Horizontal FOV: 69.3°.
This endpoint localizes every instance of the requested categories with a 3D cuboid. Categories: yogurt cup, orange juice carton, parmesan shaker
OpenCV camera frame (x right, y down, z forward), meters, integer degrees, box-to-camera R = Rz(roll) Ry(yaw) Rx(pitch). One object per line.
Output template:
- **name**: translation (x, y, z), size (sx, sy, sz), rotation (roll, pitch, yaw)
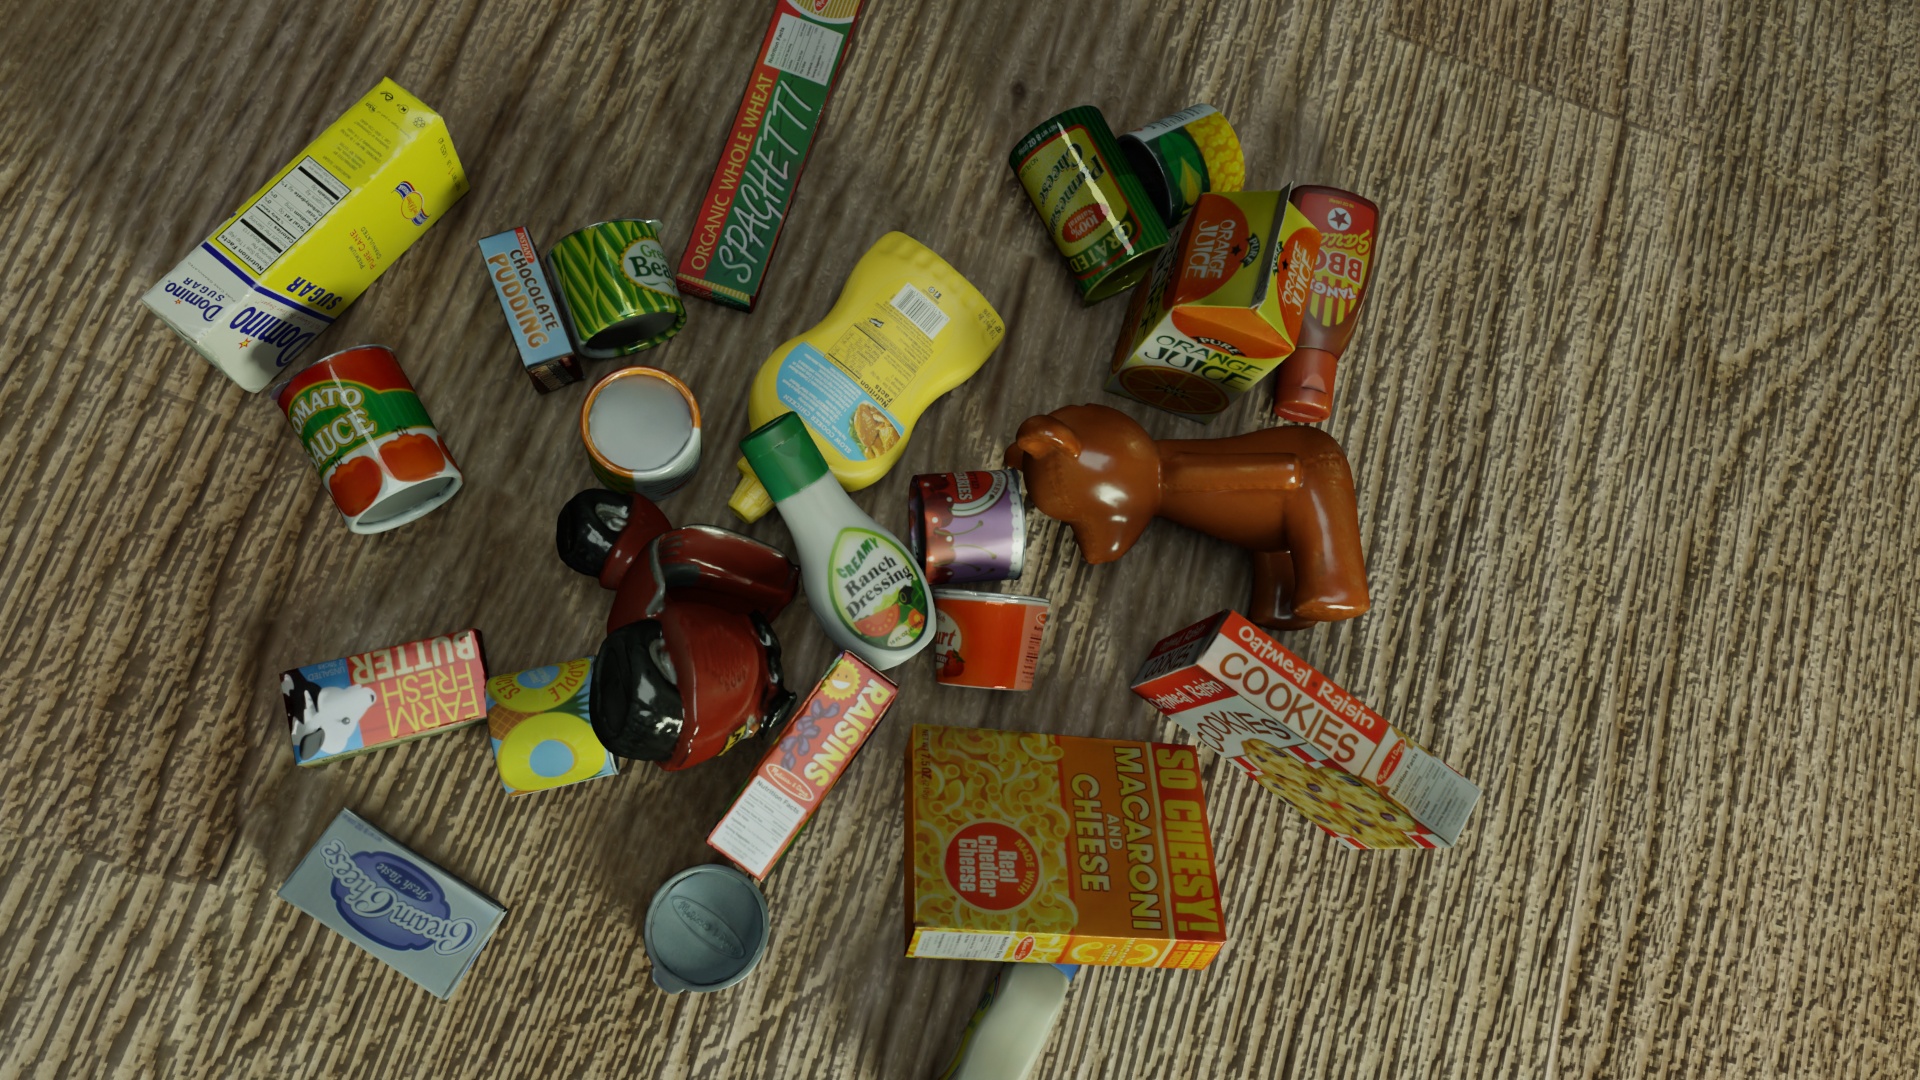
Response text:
- **yogurt cup**: translation (0.015, 0.057, 0.797), size (0.072, 0.072, 0.054), rotation (5, 85, -9)
- **orange juice carton**: translation (0.147, -0.134, 0.794), size (0.073, 0.192, 0.072), rotation (18, 77, -5)
- **parmesan shaker**: translation (0.080, -0.208, 0.866), size (0.071, 0.071, 0.103), rotation (-27, 83, -14)

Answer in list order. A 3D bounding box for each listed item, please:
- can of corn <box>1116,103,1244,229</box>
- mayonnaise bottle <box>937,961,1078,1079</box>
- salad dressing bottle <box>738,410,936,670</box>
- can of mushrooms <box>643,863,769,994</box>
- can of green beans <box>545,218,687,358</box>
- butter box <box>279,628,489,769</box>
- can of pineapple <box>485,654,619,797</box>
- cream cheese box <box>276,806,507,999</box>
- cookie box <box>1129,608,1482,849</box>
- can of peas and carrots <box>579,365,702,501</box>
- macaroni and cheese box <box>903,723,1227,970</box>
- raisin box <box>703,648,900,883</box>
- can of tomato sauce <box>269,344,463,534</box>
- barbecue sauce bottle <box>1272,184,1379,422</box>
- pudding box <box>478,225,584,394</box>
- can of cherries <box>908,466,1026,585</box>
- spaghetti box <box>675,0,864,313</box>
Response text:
- **can of corn**: translation (0.139, -0.234, 0.881), size (0.058, 0.071, 0.071), rotation (-27, 84, -14)
- **mayonnaise bottle**: translation (0.026, 0.264, 0.754), size (0.041, 0.064, 0.149), rotation (31, 64, 4)
- **salad dressing bottle**: translation (-0.069, 0.000, 0.764), size (0.064, 0.044, 0.147), rotation (-36, 104, -22)
- **can of mushrooms**: translation (-0.139, 0.210, 0.751), size (0.071, 0.033, 0.071), rotation (2, 78, -10)
- **can of green beans**: translation (-0.198, -0.145, 0.802), size (0.071, 0.071, 0.058), rotation (-20, 83, -13)
- **butter box**: translation (-0.309, 0.085, 0.754), size (0.104, 0.024, 0.053), rotation (-14, 81, -12)
- **can of pineapple**: translation (-0.218, 0.098, 0.744), size (0.058, 0.071, 0.071), rotation (-12, 80, -12)
- **cream cheese box**: translation (-0.298, 0.190, 0.732), size (0.104, 0.024, 0.053), rotation (33, 75, -1)
- **cookie box**: translation (0.188, 0.109, 0.783), size (0.167, 0.122, 0.040), rotation (36, 74, 0)
- **can of peas and carrots**: translation (-0.183, -0.062, 0.791), size (0.071, 0.058, 0.071), rotation (2, 77, -10)
- **macaroni and cheese box**: translation (0.053, 0.168, 0.766), size (0.167, 0.040, 0.124), rotation (6, 49, -9)
- **raisin box**: translation (-0.085, 0.123, 0.752), size (0.040, 0.086, 0.124), rotation (35, 75, 4)
- **can of tomato sauce**: translation (-0.323, -0.054, 0.759), size (0.071, 0.071, 0.083), rotation (-30, 85, -14)
- **barbecue sauce bottle**: translation (0.227, -0.150, 0.889), size (0.065, 0.043, 0.149), rotation (13, 76, -8)
- **pudding box**: translation (-0.246, -0.132, 0.800), size (0.030, 0.049, 0.084), rotation (-20, 81, -11)
- **can of cherries**: translation (0.003, -0.010, 0.805), size (0.058, 0.071, 0.071), rotation (-3, 79, -10)
- **spaghetti box**: translation (-0.114, -0.259, 0.861), size (0.050, 0.028, 0.250), rotation (18, 75, -5)
